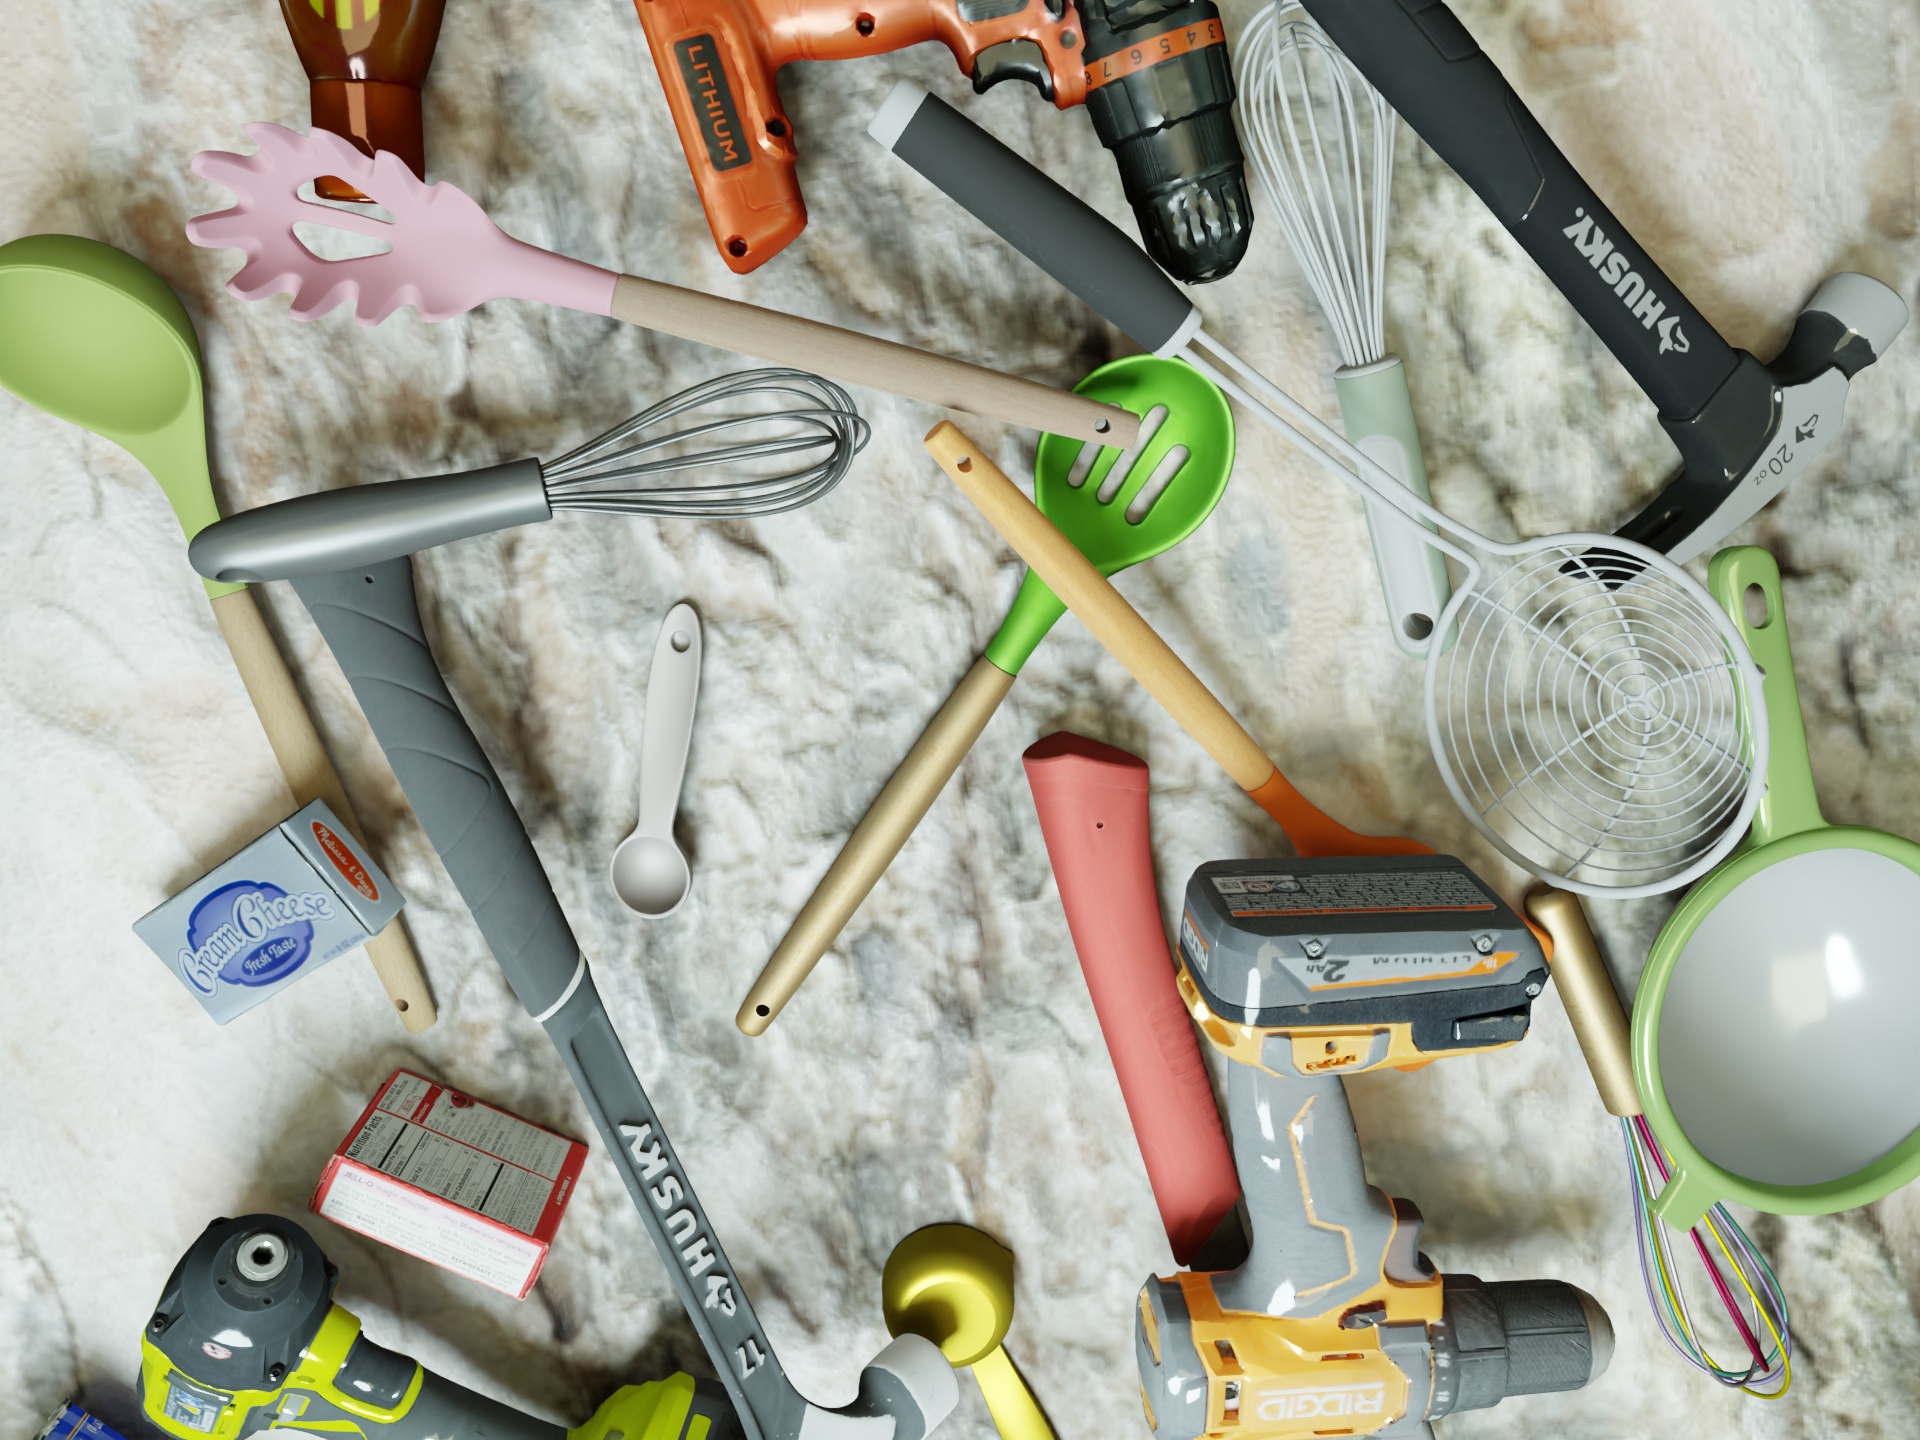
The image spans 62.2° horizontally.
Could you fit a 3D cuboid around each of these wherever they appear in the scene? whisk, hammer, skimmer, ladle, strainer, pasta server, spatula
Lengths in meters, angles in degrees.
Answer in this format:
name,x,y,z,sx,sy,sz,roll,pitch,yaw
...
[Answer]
name,x,y,z,sx,sy,sz,roll,pitch,yaw
whisk,0.288,0.176,0.653,0.051,0.047,0.245,-24,100,6
hammer,0.082,0.177,0.651,0.149,0.037,0.359,-18,104,3
skimmer,0.112,-0.075,0.525,0.363,0.090,0.127,35,142,-12
ladle,-0.266,-0.019,0.586,0.078,0.062,0.320,-12,107,20
hammer,-0.143,0.117,0.582,0.036,0.149,0.409,-26,91,45
strainer,0.306,0.058,0.613,0.151,0.069,0.256,-14,97,-6
whisk,0.145,-0.135,0.573,0.058,0.059,0.246,-6,111,33
whisk,-0.148,-0.082,0.560,0.239,0.055,0.055,-13,104,-9
hammer,0.176,-0.182,0.526,0.334,0.035,0.146,37,94,-23
pasta server,-0.090,-0.135,0.535,0.316,0.040,0.060,13,110,-7
spatula,0.100,0.009,0.593,0.081,0.041,0.322,-42,112,9

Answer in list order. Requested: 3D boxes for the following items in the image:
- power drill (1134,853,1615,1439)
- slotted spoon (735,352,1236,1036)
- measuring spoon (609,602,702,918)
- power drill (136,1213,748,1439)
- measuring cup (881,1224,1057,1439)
name,x,y,z,sx,sy,sz,roll,pitch,yaw
power drill,0.163,0.168,0.596,0.185,0.084,0.226,-1,107,-5
slotted spoon,-0.001,-0.002,0.611,0.070,0.031,0.313,33,102,-8
measuring spoon,-0.113,0.016,0.620,0.034,0.018,0.124,10,97,13
power drill,-0.201,0.266,0.613,0.223,0.080,0.171,28,137,-10
measuring cup,0.016,0.288,0.677,0.062,0.029,0.156,-25,101,4
